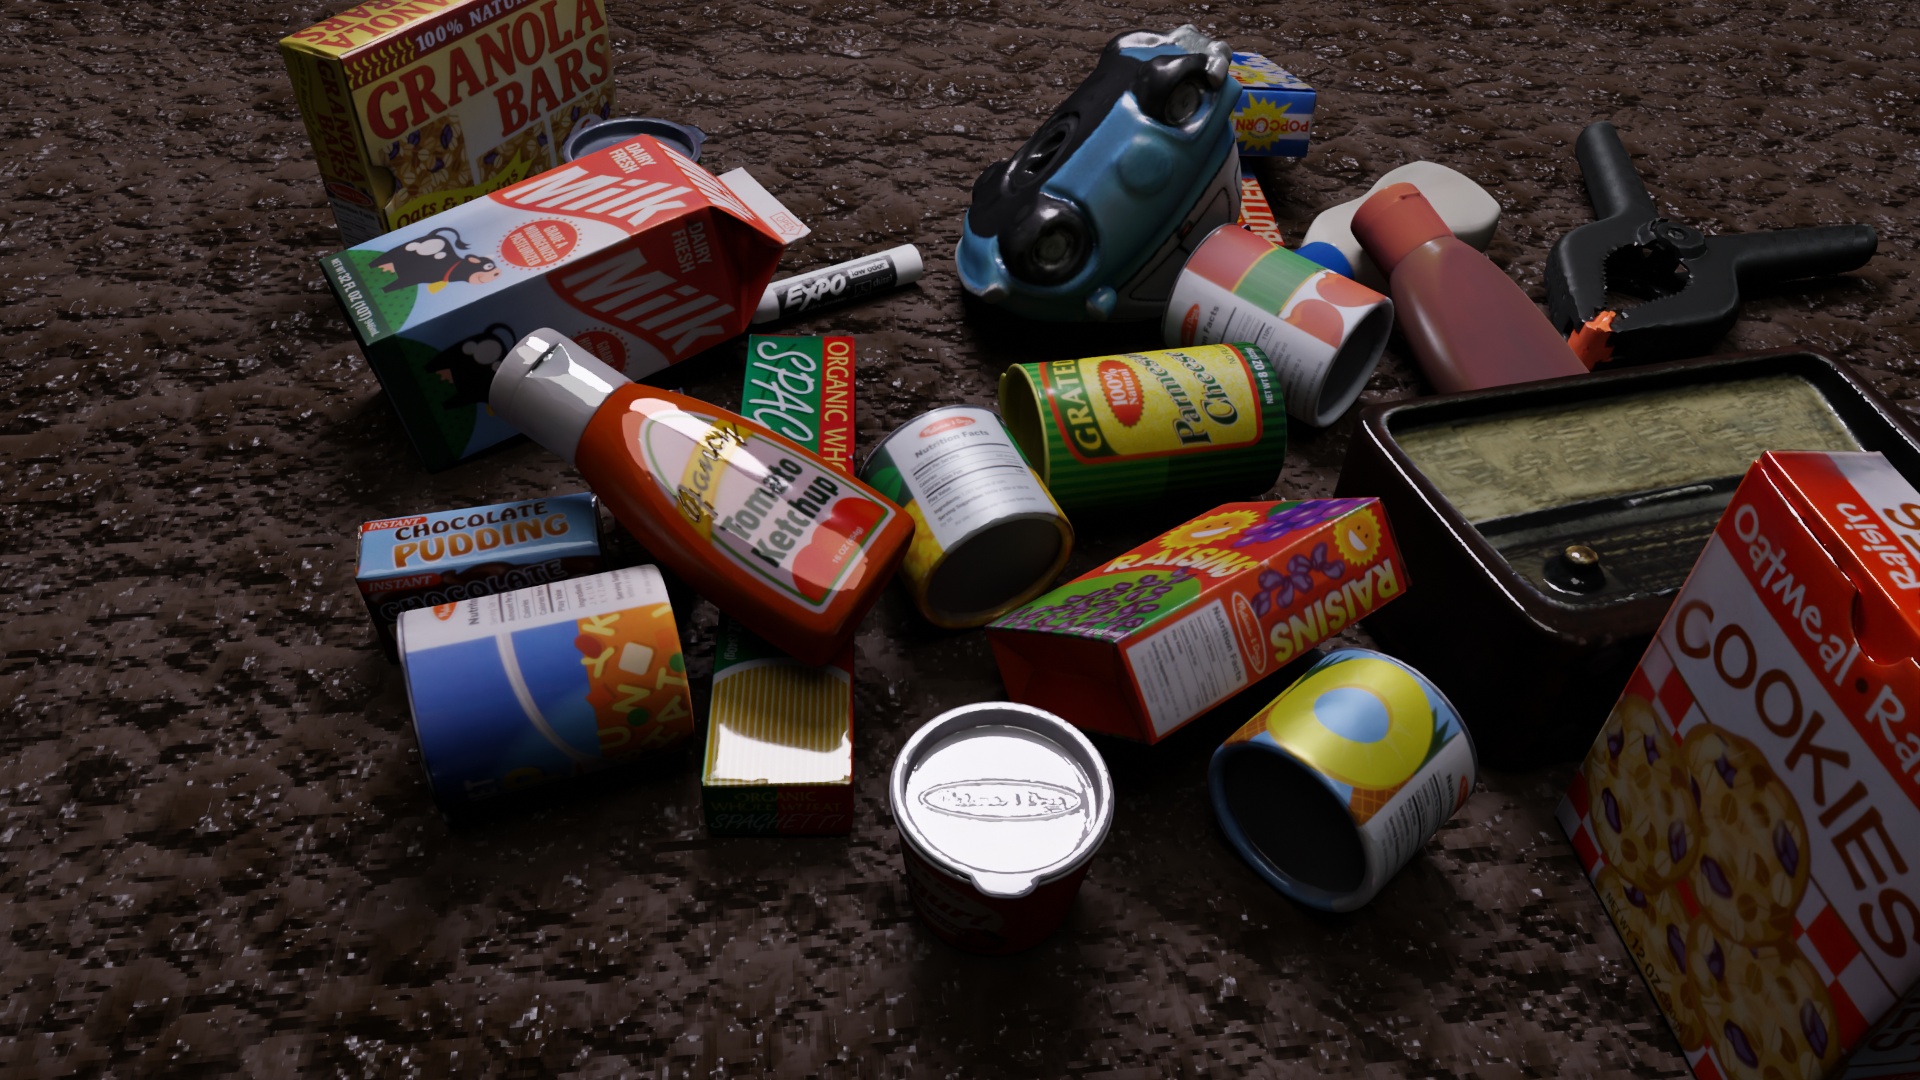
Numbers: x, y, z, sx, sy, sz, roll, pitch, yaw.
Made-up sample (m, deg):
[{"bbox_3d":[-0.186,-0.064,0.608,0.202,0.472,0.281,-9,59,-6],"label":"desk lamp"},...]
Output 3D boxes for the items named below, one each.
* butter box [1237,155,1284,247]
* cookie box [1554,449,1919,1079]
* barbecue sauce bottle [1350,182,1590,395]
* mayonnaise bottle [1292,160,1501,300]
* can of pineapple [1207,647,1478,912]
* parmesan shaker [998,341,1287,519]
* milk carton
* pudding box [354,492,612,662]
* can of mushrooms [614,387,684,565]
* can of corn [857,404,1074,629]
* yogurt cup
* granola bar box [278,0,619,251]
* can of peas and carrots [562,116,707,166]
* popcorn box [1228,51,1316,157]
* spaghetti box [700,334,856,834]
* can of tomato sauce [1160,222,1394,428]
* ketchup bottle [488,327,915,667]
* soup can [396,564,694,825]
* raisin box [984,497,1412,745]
[{"bbox_3d":[0.136,-0.176,0.747,0.053,0.024,0.104,-1,44,-5],"label":"butter box"},{"bbox_3d":[0.236,0.077,0.388,0.040,0.166,0.123,-4,44,-7],"label":"cookie box"},{"bbox_3d":[0.231,-0.100,0.635,0.065,0.043,0.149,-15,62,-20],"label":"barbecue sauce bottle"},{"bbox_3d":[0.210,-0.149,0.713,0.149,0.041,0.065,-30,57,-29],"label":"mayonnaise bottle"},{"bbox_3d":[0.122,0.077,0.453,0.058,0.070,0.071,-32,54,-31],"label":"can of pineapple"},{"bbox_3d":[0.074,-0.048,0.577,0.103,0.071,0.071,-8,45,-12],"label":"parmesan shaker"},{"bbox_3d":[-0.164,-0.114,0.607,0.191,0.073,0.072,-28,51,-19],"label":"milk carton"},{"bbox_3d":[-0.172,0.013,0.509,0.084,0.049,0.030,-8,47,-12],"label":"pudding box"},{"bbox_3d":[-0.118,-0.023,0.538,0.033,0.070,0.071,-8,45,-12],"label":"can of mushrooms"},{"bbox_3d":[0.002,-0.007,0.531,0.071,0.070,0.058,-16,53,-20],"label":"can of corn"},{"bbox_3d":[0.011,0.093,0.436,0.072,0.053,0.073,2,44,-2],"label":"yogurt cup"},{"bbox_3d":[-0.240,-0.214,0.687,0.039,0.123,0.166,22,47,20],"label":"granola bar box"},{"bbox_3d":[-0.159,-0.171,0.695,0.071,0.058,0.071,3,44,-2],"label":"can of peas and carrots"},{"bbox_3d":[0.143,-0.251,0.793,0.085,0.038,0.127,0,28,-4],"label":"popcorn box"},{"bbox_3d":[-0.066,0.002,0.543,0.050,0.028,0.251,1,44,-5],"label":"spaghetti box"},{"bbox_3d":[0.146,-0.100,0.638,0.083,0.070,0.071,34,51,26],"label":"can of tomato sauce"},{"bbox_3d":[-0.092,-0.020,0.483,0.149,0.043,0.065,32,58,5],"label":"ketchup bottle"},{"bbox_3d":[-0.137,0.050,0.464,0.084,0.071,0.071,-12,46,-17],"label":"soup can"},{"bbox_3d":[0.084,0.025,0.493,0.124,0.040,0.086,-26,11,-27],"label":"raisin box"}]
